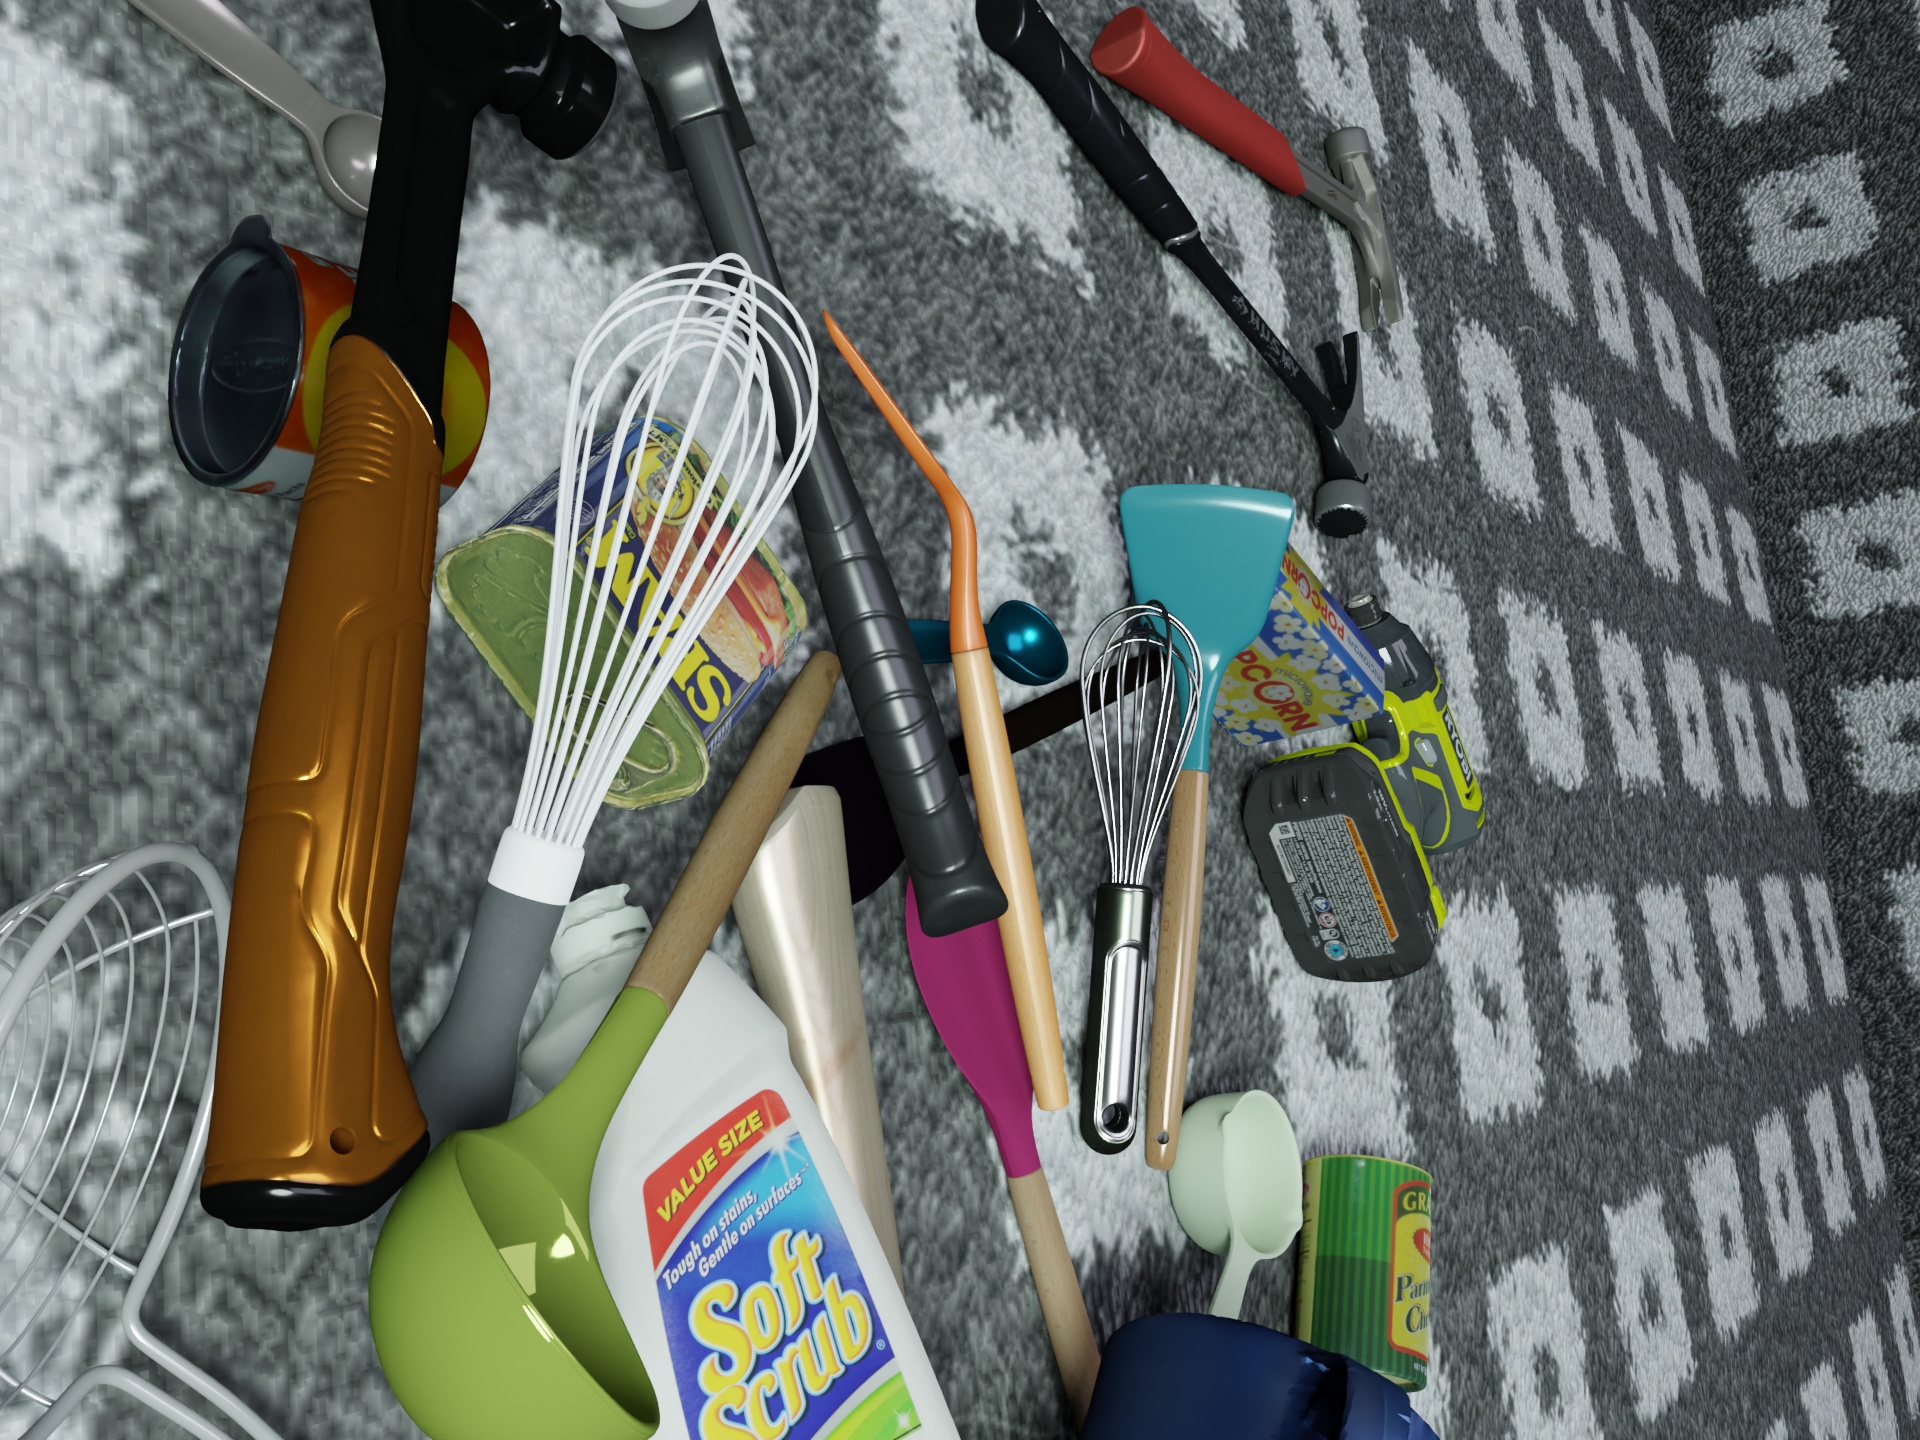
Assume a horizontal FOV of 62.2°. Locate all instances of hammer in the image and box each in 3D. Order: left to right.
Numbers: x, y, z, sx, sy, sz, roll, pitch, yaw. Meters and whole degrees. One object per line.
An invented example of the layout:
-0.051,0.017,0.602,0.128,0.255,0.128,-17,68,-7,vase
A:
-0.142,-0.059,0.369,0.127,0.034,0.337,25,55,-48,hammer
-0.049,-0.085,0.543,0.146,0.035,0.335,-138,-151,-86,hammer
-0.025,0.227,0.542,0.146,0.038,0.411,1,79,-54,hammer
0.141,-0.276,0.933,0.408,0.036,0.149,38,50,-40,hammer
0.197,-0.364,1.034,0.359,0.037,0.149,3,77,-53,hammer

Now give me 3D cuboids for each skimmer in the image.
-0.123,0.192,0.385,0.363,0.090,0.127,60,15,-24,skimmer

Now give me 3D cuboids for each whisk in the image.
-0.105,0.009,0.434,0.070,0.070,0.284,20,89,-49,whisk
0.074,0.067,0.706,0.057,0.059,0.246,7,82,-14,whisk

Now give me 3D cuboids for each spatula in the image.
-0.001,-0.002,0.627,0.081,0.041,0.322,-50,129,-85,spatula
0.013,0.012,0.684,0.316,0.018,0.060,-25,99,-52,spatula
0.105,0.048,0.745,0.044,0.082,0.317,54,41,-77,spatula

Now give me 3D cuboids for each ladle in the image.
-0.070,0.060,0.446,0.078,0.062,0.320,60,25,-23,ladle

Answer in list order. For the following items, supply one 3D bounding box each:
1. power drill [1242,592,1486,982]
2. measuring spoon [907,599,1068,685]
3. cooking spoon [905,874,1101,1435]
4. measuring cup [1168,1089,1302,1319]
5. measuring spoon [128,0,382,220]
0.243,0.035,0.936,0.223,0.080,0.171,-45,116,-53,power drill
-0.004,-0.029,0.681,0.128,0.021,0.042,-3,63,-44,measuring spoon
0.032,0.207,0.646,0.068,0.017,0.319,-20,94,-54,cooking spoon
0.112,0.245,0.724,0.083,0.038,0.168,54,44,-27,measuring cup
-0.212,-0.190,0.461,0.124,0.018,0.034,39,50,-31,measuring spoon
